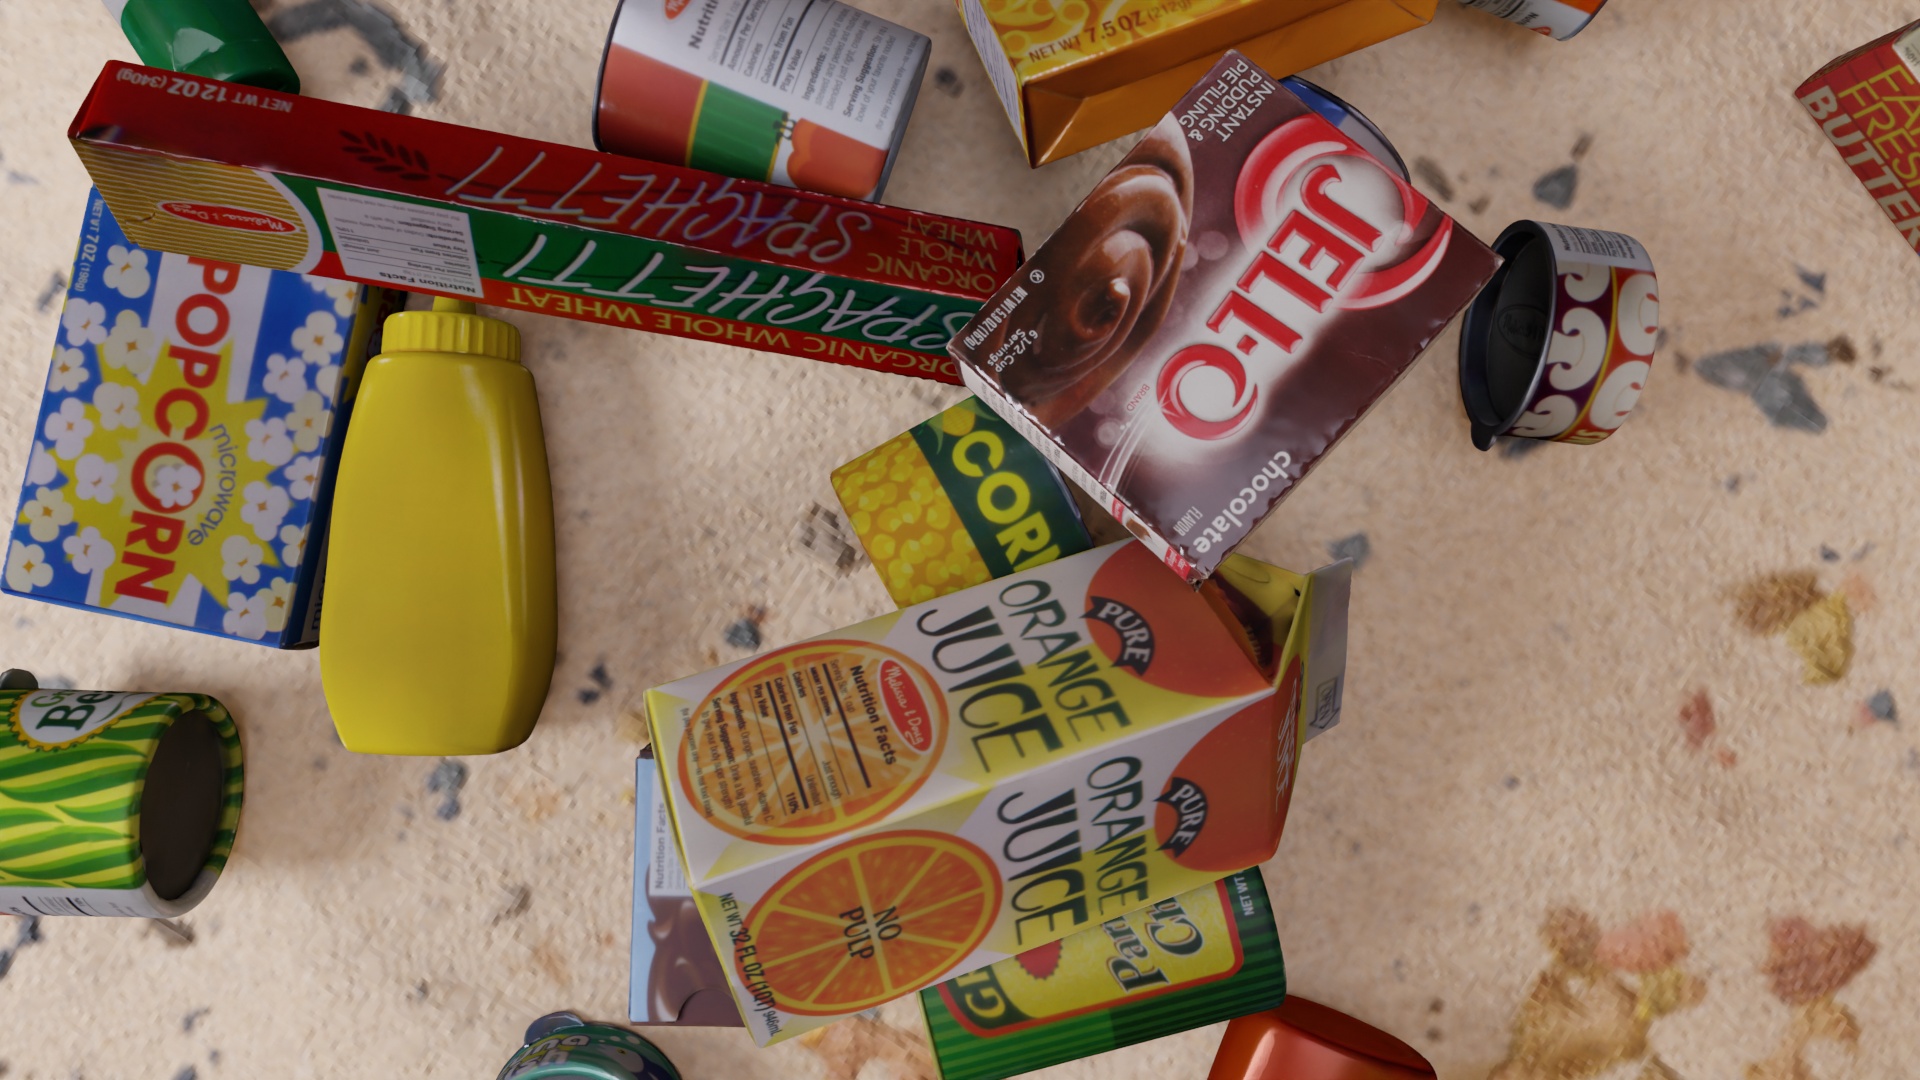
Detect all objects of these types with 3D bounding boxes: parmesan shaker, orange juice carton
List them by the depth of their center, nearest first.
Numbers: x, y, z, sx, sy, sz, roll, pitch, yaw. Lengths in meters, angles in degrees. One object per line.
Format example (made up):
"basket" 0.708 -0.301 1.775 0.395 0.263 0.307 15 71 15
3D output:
"orange juice carton" 0.021 0.058 0.380 0.193 0.073 0.071 -17 130 -10
"parmesan shaker" 0.037 0.117 0.418 0.103 0.071 0.071 -14 90 -2

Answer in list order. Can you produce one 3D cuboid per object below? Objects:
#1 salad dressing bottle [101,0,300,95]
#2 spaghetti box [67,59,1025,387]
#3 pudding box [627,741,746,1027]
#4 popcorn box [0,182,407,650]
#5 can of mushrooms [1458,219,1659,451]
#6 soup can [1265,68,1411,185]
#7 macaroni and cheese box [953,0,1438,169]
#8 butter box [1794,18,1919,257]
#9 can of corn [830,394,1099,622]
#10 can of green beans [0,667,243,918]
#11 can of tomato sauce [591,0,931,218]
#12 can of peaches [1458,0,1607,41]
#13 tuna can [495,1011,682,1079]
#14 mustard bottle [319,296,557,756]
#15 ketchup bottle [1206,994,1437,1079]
"salad dressing bottle" -0.258 -0.193 0.423 0.064 0.044 0.147 -34 91 -3
"spaghetti box" -0.106 -0.085 0.394 0.250 0.050 0.029 8 66 -9
"pudding box" -0.076 0.105 0.431 0.050 0.030 0.083 1 89 -3
"popcorn box" -0.228 -0.036 0.424 0.085 0.038 0.126 12 89 -1
"can of mushrooms" 0.181 -0.061 0.425 0.033 0.071 0.071 6 89 -2
"soup can" 0.083 -0.090 0.423 0.071 0.071 0.084 36 89 -1
"macaroni and cheese box" 0.047 -0.203 0.405 0.124 0.040 0.167 -21 67 -2
"butter box" 0.316 -0.115 0.436 0.024 0.053 0.103 -38 90 1
"can of corn" 0.001 -0.005 0.415 0.058 0.071 0.071 -29 90 -1
"can of green beans" -0.254 0.076 0.408 0.058 0.071 0.071 2 89 -2
"can of tomato sauce" -0.058 -0.133 0.417 0.083 0.071 0.071 20 89 -5
"can of peaches" 0.175 -0.198 0.425 0.058 0.071 0.071 20 89 -1
"tuna can" -0.119 0.184 0.427 0.071 0.033 0.071 0 90 -2
"mustard bottle" -0.154 -0.017 0.421 0.065 0.049 0.160 2 88 -2
"ketchup bottle" 0.092 0.219 0.427 0.065 0.043 0.149 21 89 -4
